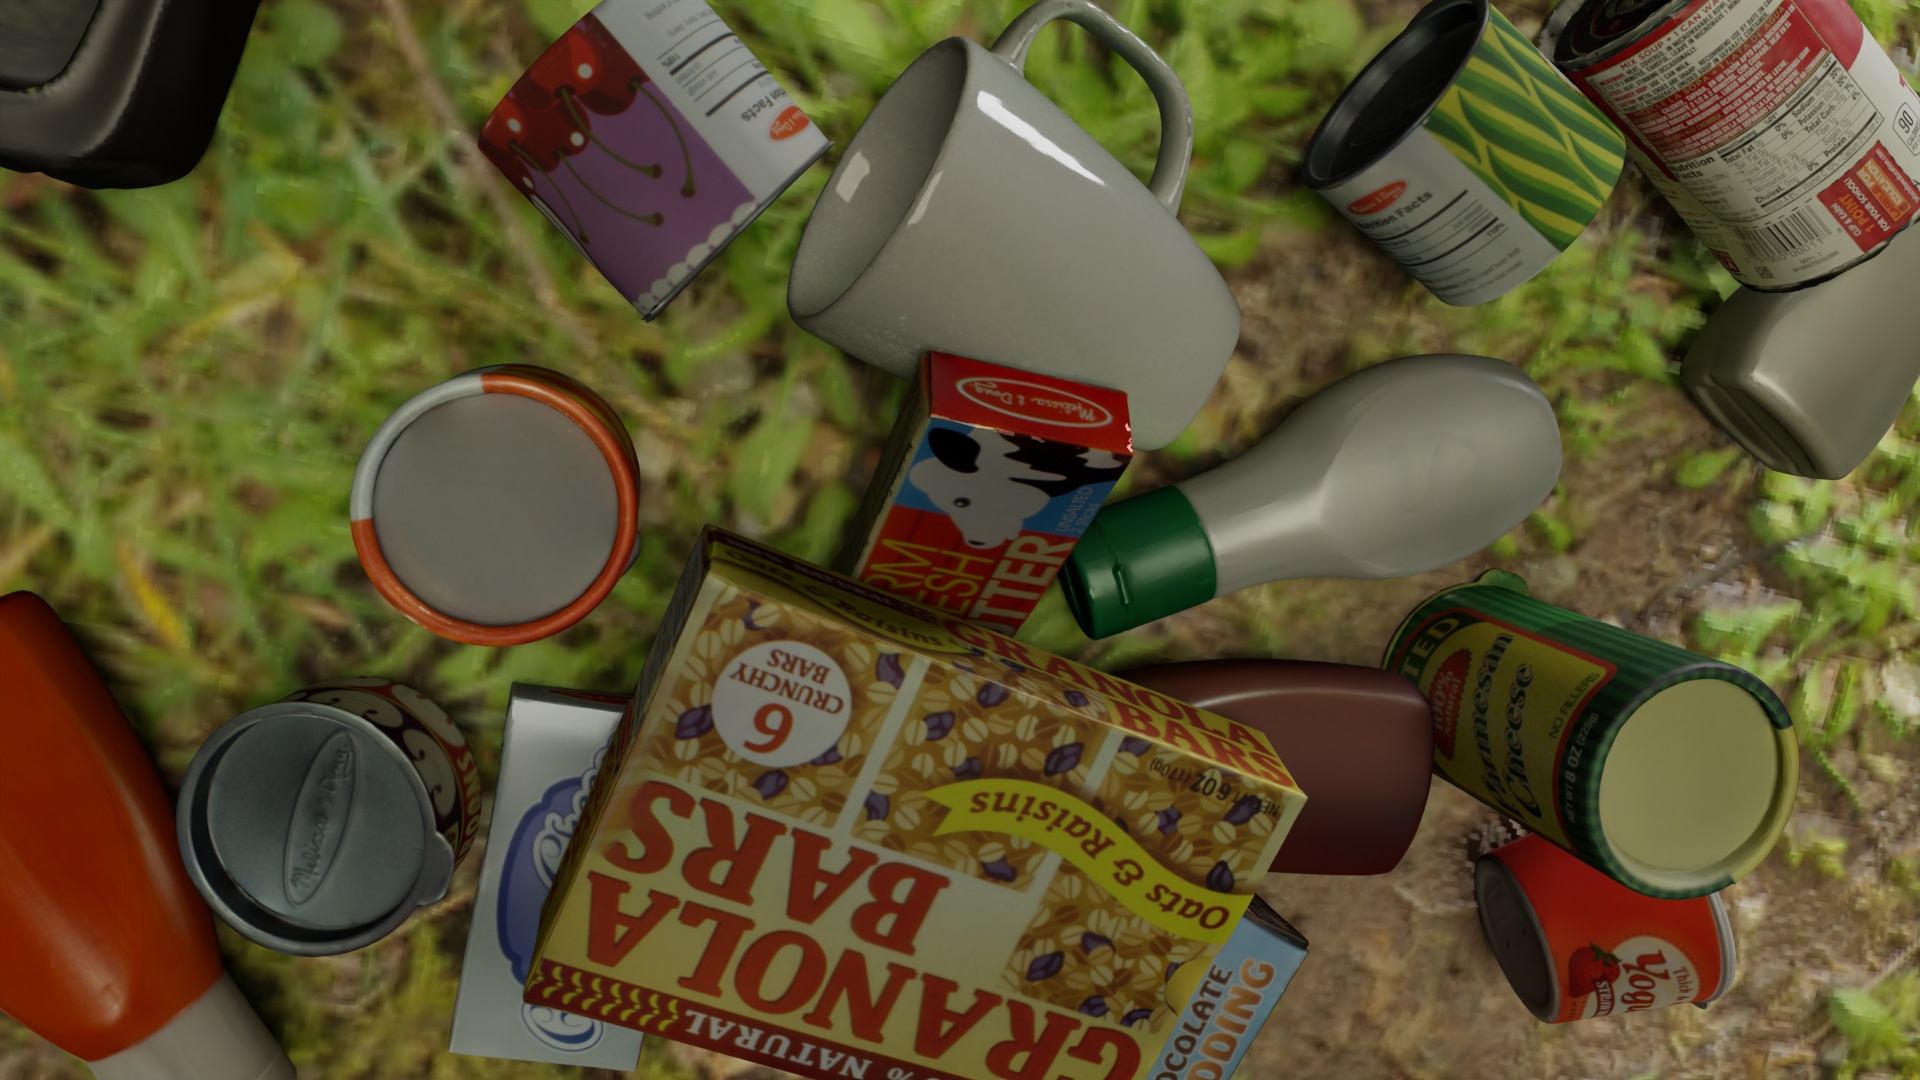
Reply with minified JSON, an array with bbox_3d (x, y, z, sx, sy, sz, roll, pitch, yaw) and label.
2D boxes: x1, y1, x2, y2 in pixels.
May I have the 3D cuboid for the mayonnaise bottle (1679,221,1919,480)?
[{"bbox_3d":[0.299,-0.094,0.446,0.064,0.041,0.148,39,88,-17],"label":"mayonnaise bottle"}]

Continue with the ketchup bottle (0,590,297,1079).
[{"bbox_3d":[-0.224,0.090,0.350,0.065,0.043,0.148,-28,104,-7],"label":"ketchup bottle"}]

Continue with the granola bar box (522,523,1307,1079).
[{"bbox_3d":[-0.012,0.084,0.362,0.165,0.039,0.124,22,105,-15],"label":"granola bar box"}]

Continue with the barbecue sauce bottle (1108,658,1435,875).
[{"bbox_3d":[0.064,0.065,0.414,0.149,0.044,0.064,6,105,-13],"label":"barbecue sauce bottle"}]

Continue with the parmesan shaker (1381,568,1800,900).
[{"bbox_3d":[0.179,0.052,0.407,0.071,0.103,0.071,-2,99,-12],"label":"parmesan shaker"}]

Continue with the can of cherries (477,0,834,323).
[{"bbox_3d":[-0.077,-0.096,0.345,0.071,0.071,0.058,-45,105,-3],"label":"can of cherries"}]

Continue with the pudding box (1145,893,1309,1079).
[{"bbox_3d":[0.064,0.141,0.422,0.030,0.050,0.083,31,92,-17],"label":"pudding box"}]

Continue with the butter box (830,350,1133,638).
[{"bbox_3d":[0.001,-0.005,0.366,0.053,0.103,0.024,10,53,-14],"label":"butter box"}]

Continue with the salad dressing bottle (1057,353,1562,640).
[{"bbox_3d":[0.101,-0.011,0.411,0.148,0.044,0.064,-18,104,-9],"label":"salad dressing bottle"}]

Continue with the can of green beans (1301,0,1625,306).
[{"bbox_3d":[0.141,-0.109,0.393,0.058,0.071,0.071,35,90,-16],"label":"can of green beans"}]

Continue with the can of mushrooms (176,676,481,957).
[{"bbox_3d":[-0.159,0.071,0.360,0.071,0.033,0.071,0,97,2],"label":"can of mushrooms"}]

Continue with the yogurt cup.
[{"bbox_3d":[0.202,0.120,0.445,0.054,0.072,0.072,-16,102,-2],"label":"yogurt cup"}]

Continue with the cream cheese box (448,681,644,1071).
[{"bbox_3d":[-0.107,0.093,0.388,0.053,0.024,0.103,10,96,-13],"label":"cream cheese box"}]

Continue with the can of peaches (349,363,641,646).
[{"bbox_3d":[-0.113,-0.010,0.353,0.071,0.058,0.071,-2,99,-12],"label":"can of peaches"}]
